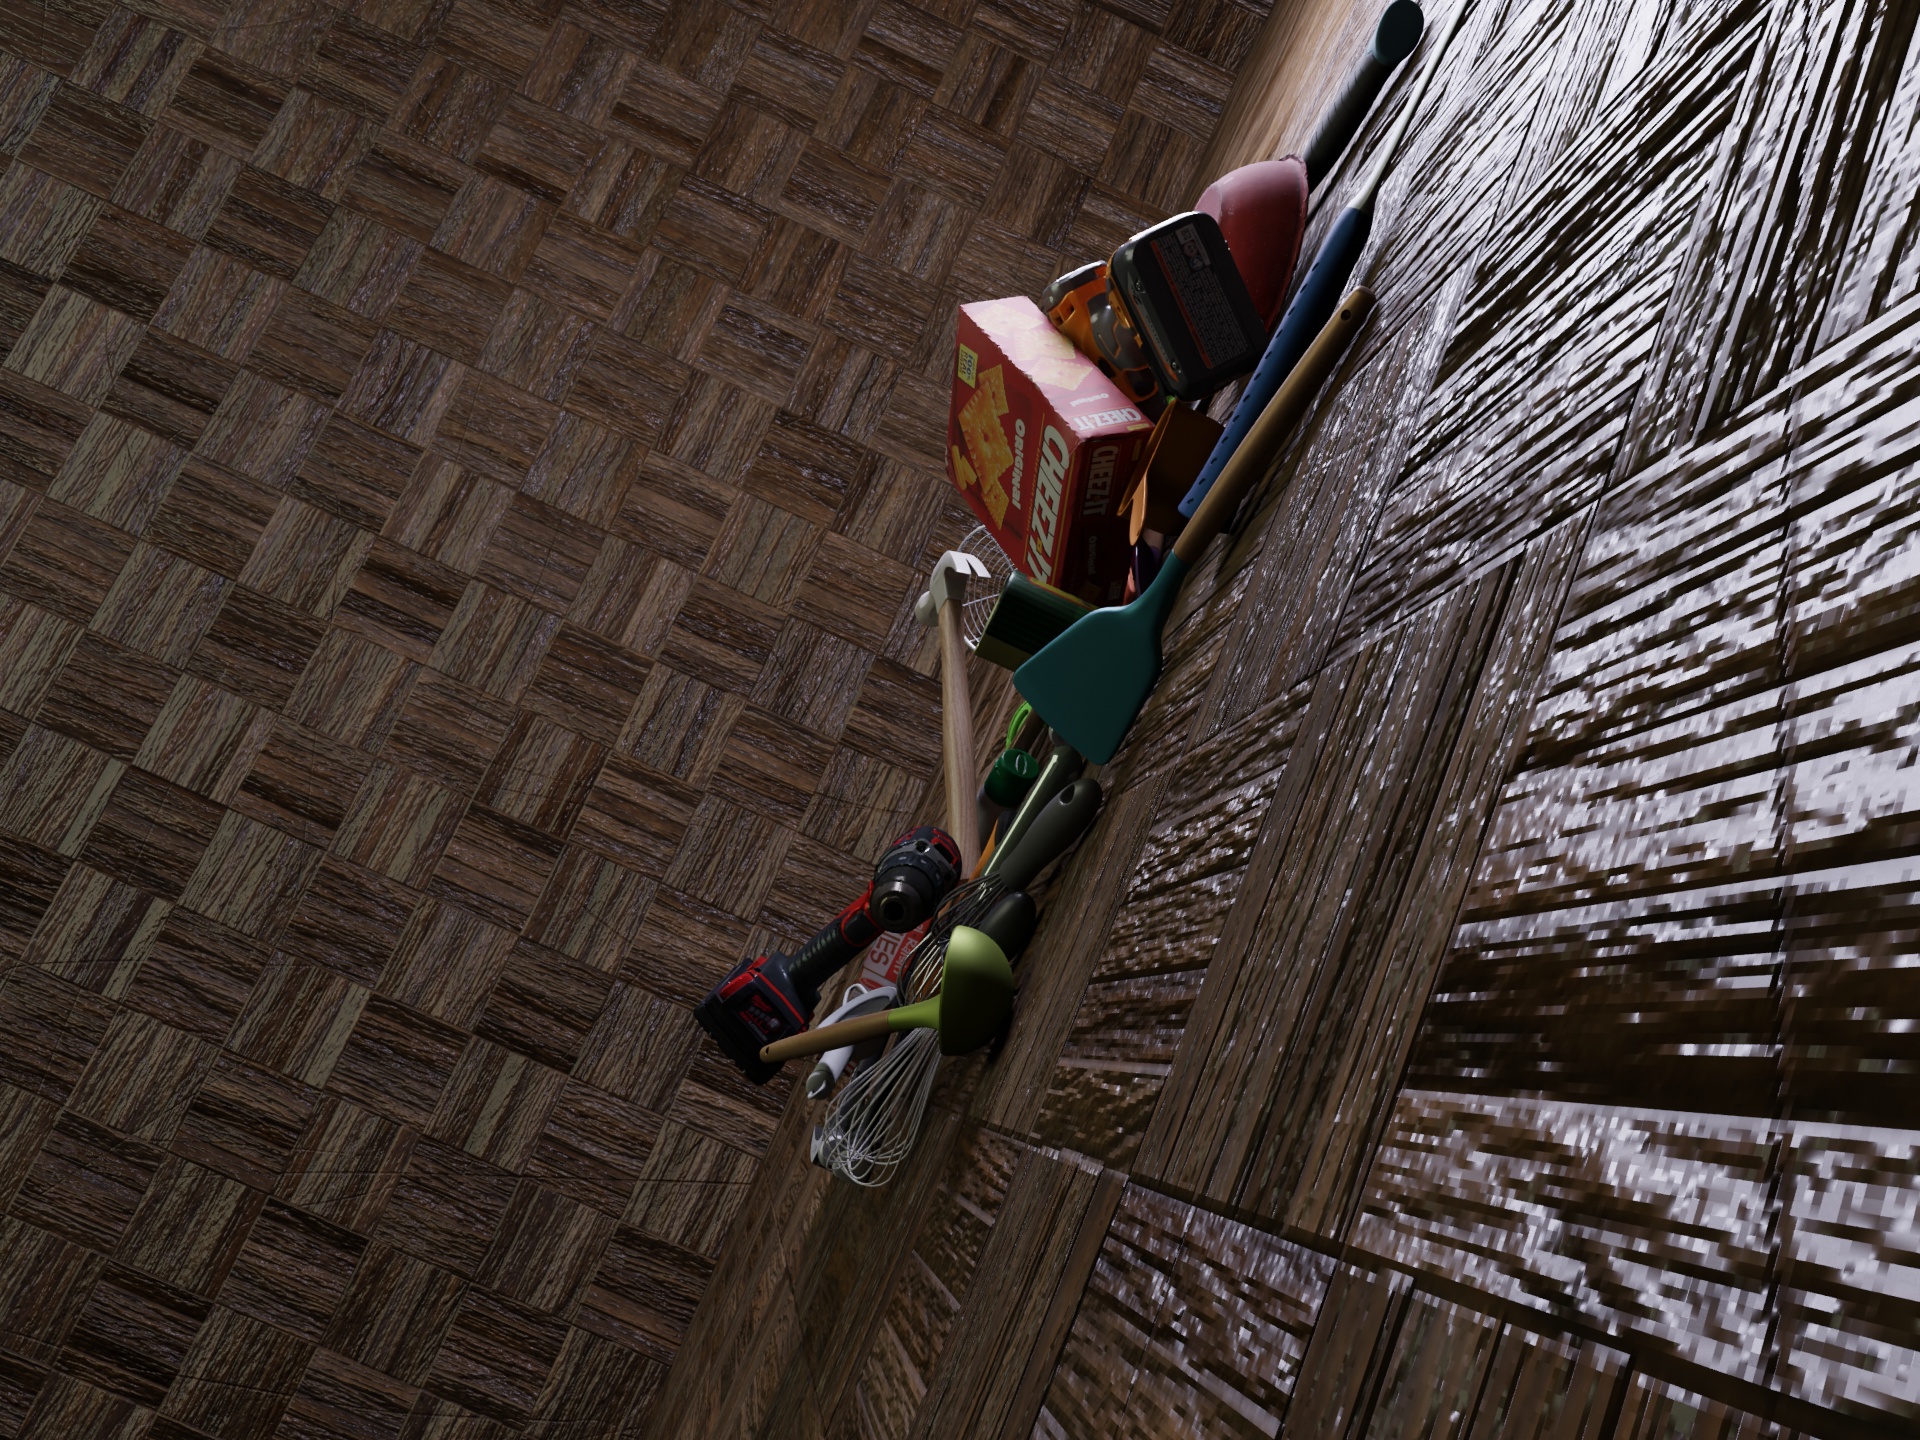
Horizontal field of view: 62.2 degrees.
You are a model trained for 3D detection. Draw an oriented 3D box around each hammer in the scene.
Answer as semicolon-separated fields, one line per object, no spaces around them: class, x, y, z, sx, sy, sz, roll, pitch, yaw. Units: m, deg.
hammer;-0.020;0.210;1.269;0.127;0.034;0.336;-74;9;-66
hammer;-0.002;-0.004;1.383;0.130;0.031;0.332;121;150;-54
hammer;0.225;-0.291;0.876;0.144;0.035;0.405;-74;8;-72
hammer;0.266;-0.416;1.218;0.331;0.033;0.128;122;171;-68
hammer;-0.065;0.276;1.550;0.146;0.035;0.335;126;168;-74

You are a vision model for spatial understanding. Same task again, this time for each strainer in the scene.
strainer;-0.088;0.249;1.200;0.087;0.050;0.258;-31;0;5

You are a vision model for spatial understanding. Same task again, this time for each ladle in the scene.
ladle;-0.066;0.198;1.050;0.320;0.062;0.078;-28;46;52

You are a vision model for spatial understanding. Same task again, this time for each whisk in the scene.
whisk;0.021;0.122;1.147;0.057;0.059;0.246;-4;-53;-61
whisk;-0.023;0.215;1.072;0.284;0.070;0.070;-59;6;30
whisk;0.035;0.102;1.037;0.238;0.055;0.055;-55;10;51

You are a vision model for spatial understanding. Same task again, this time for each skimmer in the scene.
skimmer;0.042;-0.068;1.365;0.364;0.090;0.127;-96;25;-66

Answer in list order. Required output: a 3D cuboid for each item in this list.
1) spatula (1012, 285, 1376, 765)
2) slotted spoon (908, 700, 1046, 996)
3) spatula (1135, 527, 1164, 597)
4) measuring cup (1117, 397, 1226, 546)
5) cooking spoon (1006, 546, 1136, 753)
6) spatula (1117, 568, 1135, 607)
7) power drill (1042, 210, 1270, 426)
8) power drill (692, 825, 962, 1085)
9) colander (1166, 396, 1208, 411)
spatula;0.136;-0.109;0.900;0.044;0.082;0.317;-25;-26;-48
slotted spoon;0.017;0.113;1.473;0.070;0.031;0.314;-138;70;-80
spatula;0.141;-0.131;1.179;0.316;0.018;0.059;-66;-34;-69
measuring cup;0.144;-0.149;1.062;0.174;0.052;0.095;-73;8;-57
cooking spoon;0.076;-0.017;1.387;0.318;0.017;0.069;-60;13;25
spatula;0.078;-0.208;1.338;0.323;0.041;0.081;65;150;23
power drill;0.147;-0.268;1.191;0.084;0.185;0.226;-28;8;-11
power drill;-0.095;0.175;1.218;0.226;0.080;0.188;-42;1;9
colander;0.166;-0.358;1.435;0.204;0.094;0.397;-6;48;59
